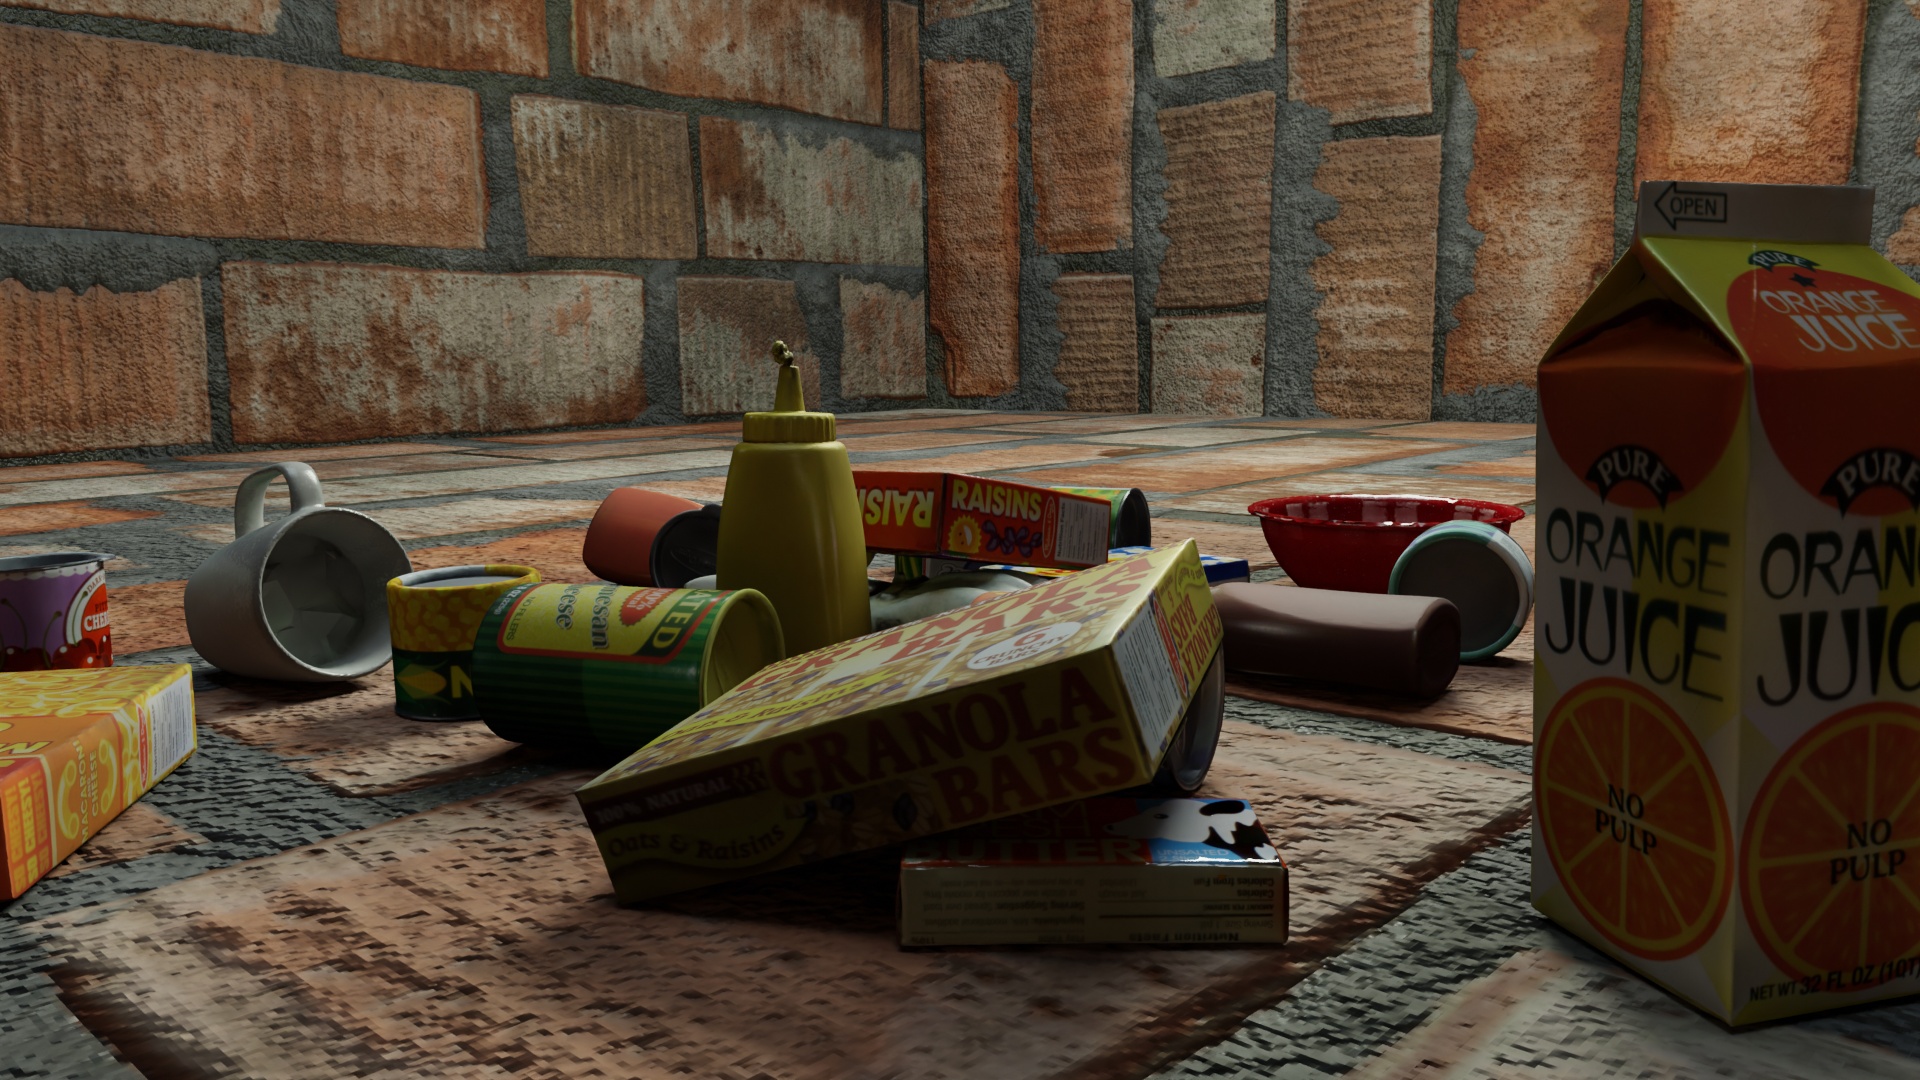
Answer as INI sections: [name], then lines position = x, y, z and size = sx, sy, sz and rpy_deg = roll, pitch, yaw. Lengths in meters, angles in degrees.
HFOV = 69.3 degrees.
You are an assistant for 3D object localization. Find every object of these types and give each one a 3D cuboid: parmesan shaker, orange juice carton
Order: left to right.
[parmesan shaker]
position = -0.130, 0.051, 0.542
size = 0.103, 0.071, 0.071
rpy_deg = 1, 8, 19
[orange juice carton]
position = 0.195, 0.009, 0.343
size = 0.072, 0.192, 0.073
rpy_deg = -4, 7, -14

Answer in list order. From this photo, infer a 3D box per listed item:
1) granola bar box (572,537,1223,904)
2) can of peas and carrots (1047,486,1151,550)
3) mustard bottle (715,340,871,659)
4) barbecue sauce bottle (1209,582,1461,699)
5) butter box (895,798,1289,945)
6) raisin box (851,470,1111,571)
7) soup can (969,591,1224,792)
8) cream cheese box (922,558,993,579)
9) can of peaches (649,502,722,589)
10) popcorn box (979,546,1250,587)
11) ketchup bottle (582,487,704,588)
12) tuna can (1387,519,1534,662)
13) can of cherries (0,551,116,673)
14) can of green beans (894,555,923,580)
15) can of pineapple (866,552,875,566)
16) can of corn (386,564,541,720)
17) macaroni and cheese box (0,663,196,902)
[granola bar box]
position = -0.011, 0.052, 0.420
size = 0.165, 0.039, 0.124
rpy_deg = -18, 6, 22
[can of peas and carrots]
position = 0.083, 0.001, 0.882
size = 0.058, 0.071, 0.071
rpy_deg = 2, 8, 27
[mustard bottle]
position = -0.072, -0.005, 0.596
size = 0.065, 0.160, 0.049
rpy_deg = 2, 7, 16
[barbecue sauce bottle]
position = 0.150, 0.043, 0.646
size = 0.148, 0.043, 0.065
rpy_deg = 4, 9, 37
[butter box]
position = 0.034, 0.091, 0.385
size = 0.103, 0.024, 0.053
rpy_deg = -1, 8, 1
[raisin box]
position = 0.002, -0.009, 0.679
size = 0.086, 0.040, 0.123
rpy_deg = 4, -2, 43
[soup can]
position = 0.045, 0.054, 0.500
size = 0.084, 0.071, 0.071
rpy_deg = 2, 8, 27
[cream cheese box]
position = 0.029, 0.015, 0.813
size = 0.104, 0.053, 0.024
rpy_deg = -3, 34, -12
[can of peaches]
position = -0.140, 0.009, 0.821
size = 0.071, 0.071, 0.058
rpy_deg = 1, 7, 17
[popcorn box]
position = 0.084, 0.030, 0.756
size = 0.127, 0.038, 0.085
rpy_deg = -7, 10, -37
[ketchup bottle]
position = -0.168, 0.007, 0.891
size = 0.149, 0.065, 0.043
rpy_deg = 11, -24, 24
[tuna can]
position = 0.242, 0.025, 0.680
size = 0.071, 0.071, 0.033
rpy_deg = 3, 9, 26
[can of cherries]
position = -0.465, 0.039, 0.700
size = 0.071, 0.058, 0.071
rpy_deg = -1, 7, 0
[can of green beans]
position = -0.011, 0.000, 0.913
size = 0.071, 0.057, 0.071
rpy_deg = -1, 8, 0
[can of pineapple]
position = -0.096, -0.002, 0.916
size = 0.071, 0.071, 0.058
rpy_deg = 3, 8, 26
[can of corn]
position = -0.220, 0.044, 0.625
size = 0.071, 0.058, 0.071
rpy_deg = -1, 8, 0
[macaroni and cheese box]
position = -0.346, 0.079, 0.460
size = 0.124, 0.040, 0.166
rpy_deg = -3, 8, -12
